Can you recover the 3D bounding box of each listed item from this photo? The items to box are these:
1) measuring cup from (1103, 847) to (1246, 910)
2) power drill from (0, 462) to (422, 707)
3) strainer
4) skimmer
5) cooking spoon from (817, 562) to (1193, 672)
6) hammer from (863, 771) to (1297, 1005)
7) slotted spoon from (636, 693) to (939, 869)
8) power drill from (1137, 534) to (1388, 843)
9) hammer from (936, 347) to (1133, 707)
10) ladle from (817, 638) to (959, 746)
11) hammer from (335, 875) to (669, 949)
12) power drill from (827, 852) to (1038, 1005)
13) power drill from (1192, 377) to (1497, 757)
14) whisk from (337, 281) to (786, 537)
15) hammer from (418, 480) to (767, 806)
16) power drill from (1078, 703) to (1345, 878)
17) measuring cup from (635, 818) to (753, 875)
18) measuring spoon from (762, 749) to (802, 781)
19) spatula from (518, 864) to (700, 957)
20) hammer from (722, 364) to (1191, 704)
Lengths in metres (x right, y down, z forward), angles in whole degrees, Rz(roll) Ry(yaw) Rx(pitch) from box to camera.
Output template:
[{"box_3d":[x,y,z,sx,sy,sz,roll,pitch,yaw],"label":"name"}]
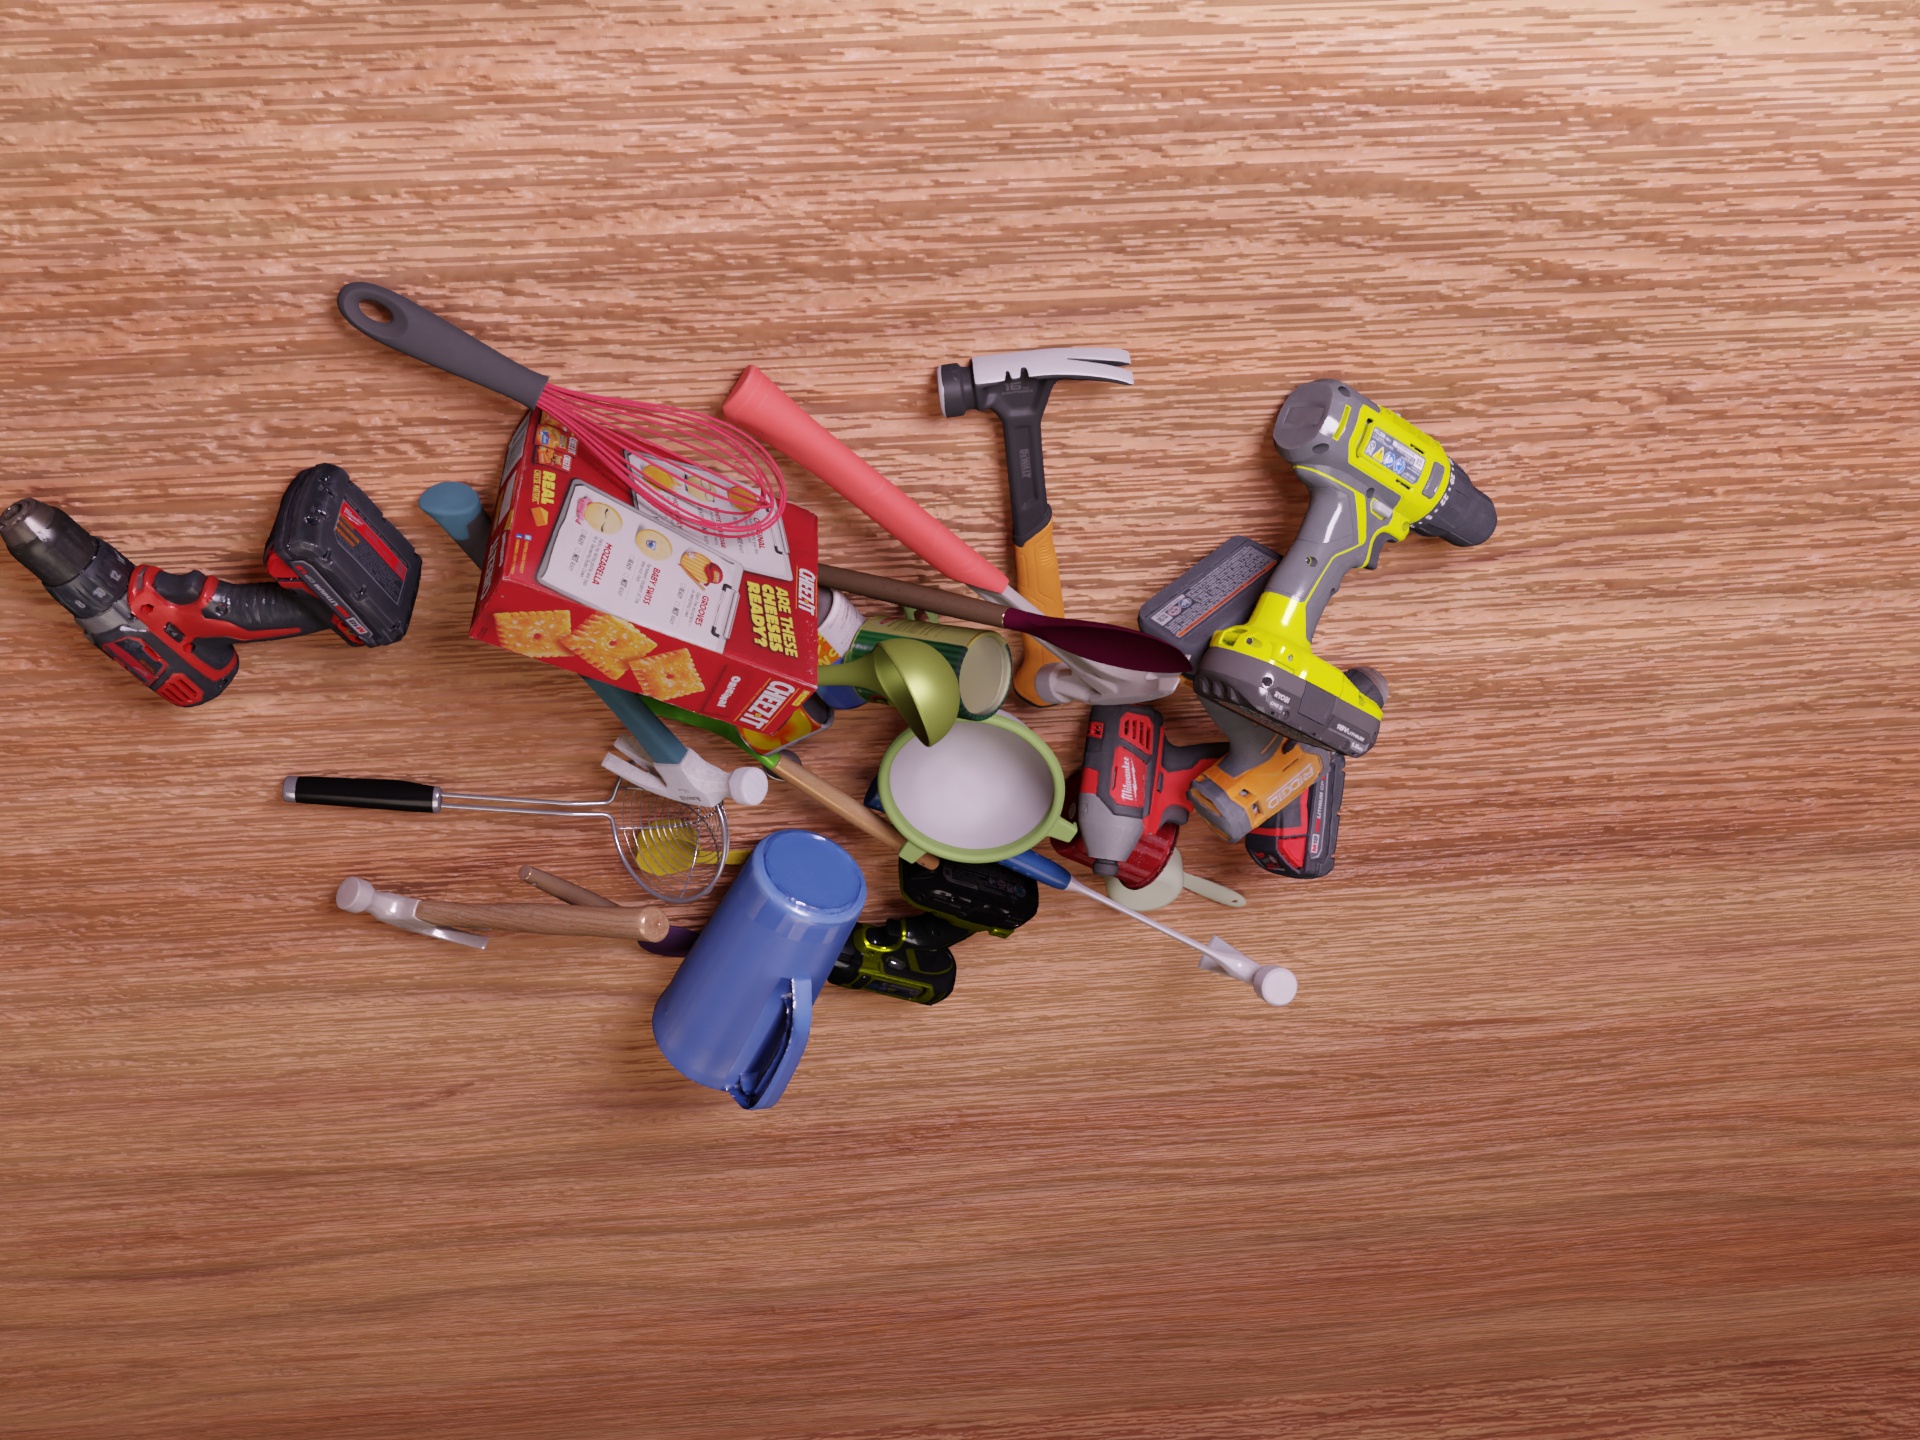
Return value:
[{"box_3d":[0.210,0.164,1.514,0.167,0.038,0.083,22,133,-26],"label":"measuring cup"},{"box_3d":[-0.510,-0.101,1.083,0.226,0.080,0.187,-14,140,15],"label":"power drill"},{"box_3d":[-0.002,-0.004,1.274,0.151,0.069,0.256,-9,121,12],"label":"strainer"},{"box_3d":[-0.372,0.078,1.303,0.363,0.090,0.127,5,107,-8],"label":"skimmer"},{"box_3d":[0.010,-0.076,1.086,0.319,0.017,0.068,15,165,28],"label":"cooking spoon"},{"box_3d":[0.100,0.147,1.405,0.405,0.035,0.144,27,176,-13],"label":"hammer"},{"box_3d":[-0.134,0.046,1.306,0.313,0.031,0.070,35,152,-29],"label":"slotted spoon"},{"box_3d":[0.240,-0.033,1.216,0.185,0.084,0.226,-37,132,-12],"label":"power drill"},{"box_3d":[0.062,-0.126,1.151,0.127,0.034,0.336,-6,141,2],"label":"hammer"},{"box_3d":[-0.137,-0.025,1.140,0.320,0.062,0.078,3,128,33],"label":"ladle"},{"box_3d":[-0.381,0.170,1.367,0.331,0.031,0.129,-2,157,33],"label":"hammer"},{"box_3d":[-0.045,0.188,1.488,0.171,0.080,0.223,18,138,-27],"label":"power drill"},{"box_3d":[0.271,-0.096,1.098,0.190,0.080,0.228,23,89,-30],"label":"power drill"},{"box_3d":[-0.244,-0.196,0.995,0.295,0.073,0.073,25,133,-17],"label":"whisk"},{"box_3d":[-0.275,-0.047,1.169,0.128,0.033,0.330,0,139,36],"label":"hammer"},{"box_3d":[0.201,0.068,1.320,0.219,0.143,0.078,9,176,-19],"label":"power drill"},{"box_3d":[-0.214,0.111,1.420,0.156,0.029,0.062,3,142,-29],"label":"measuring cup"},{"box_3d":[-0.162,0.005,1.301,0.034,0.018,0.124,-9,135,18],"label":"measuring spoon"},{"box_3d":[-0.306,0.177,1.429,0.060,0.018,0.315,-17,155,12],"label":"spatula"},{"box_3d":[-0.008,-0.118,1.083,0.358,0.037,0.149,37,158,-26],"label":"hammer"}]
